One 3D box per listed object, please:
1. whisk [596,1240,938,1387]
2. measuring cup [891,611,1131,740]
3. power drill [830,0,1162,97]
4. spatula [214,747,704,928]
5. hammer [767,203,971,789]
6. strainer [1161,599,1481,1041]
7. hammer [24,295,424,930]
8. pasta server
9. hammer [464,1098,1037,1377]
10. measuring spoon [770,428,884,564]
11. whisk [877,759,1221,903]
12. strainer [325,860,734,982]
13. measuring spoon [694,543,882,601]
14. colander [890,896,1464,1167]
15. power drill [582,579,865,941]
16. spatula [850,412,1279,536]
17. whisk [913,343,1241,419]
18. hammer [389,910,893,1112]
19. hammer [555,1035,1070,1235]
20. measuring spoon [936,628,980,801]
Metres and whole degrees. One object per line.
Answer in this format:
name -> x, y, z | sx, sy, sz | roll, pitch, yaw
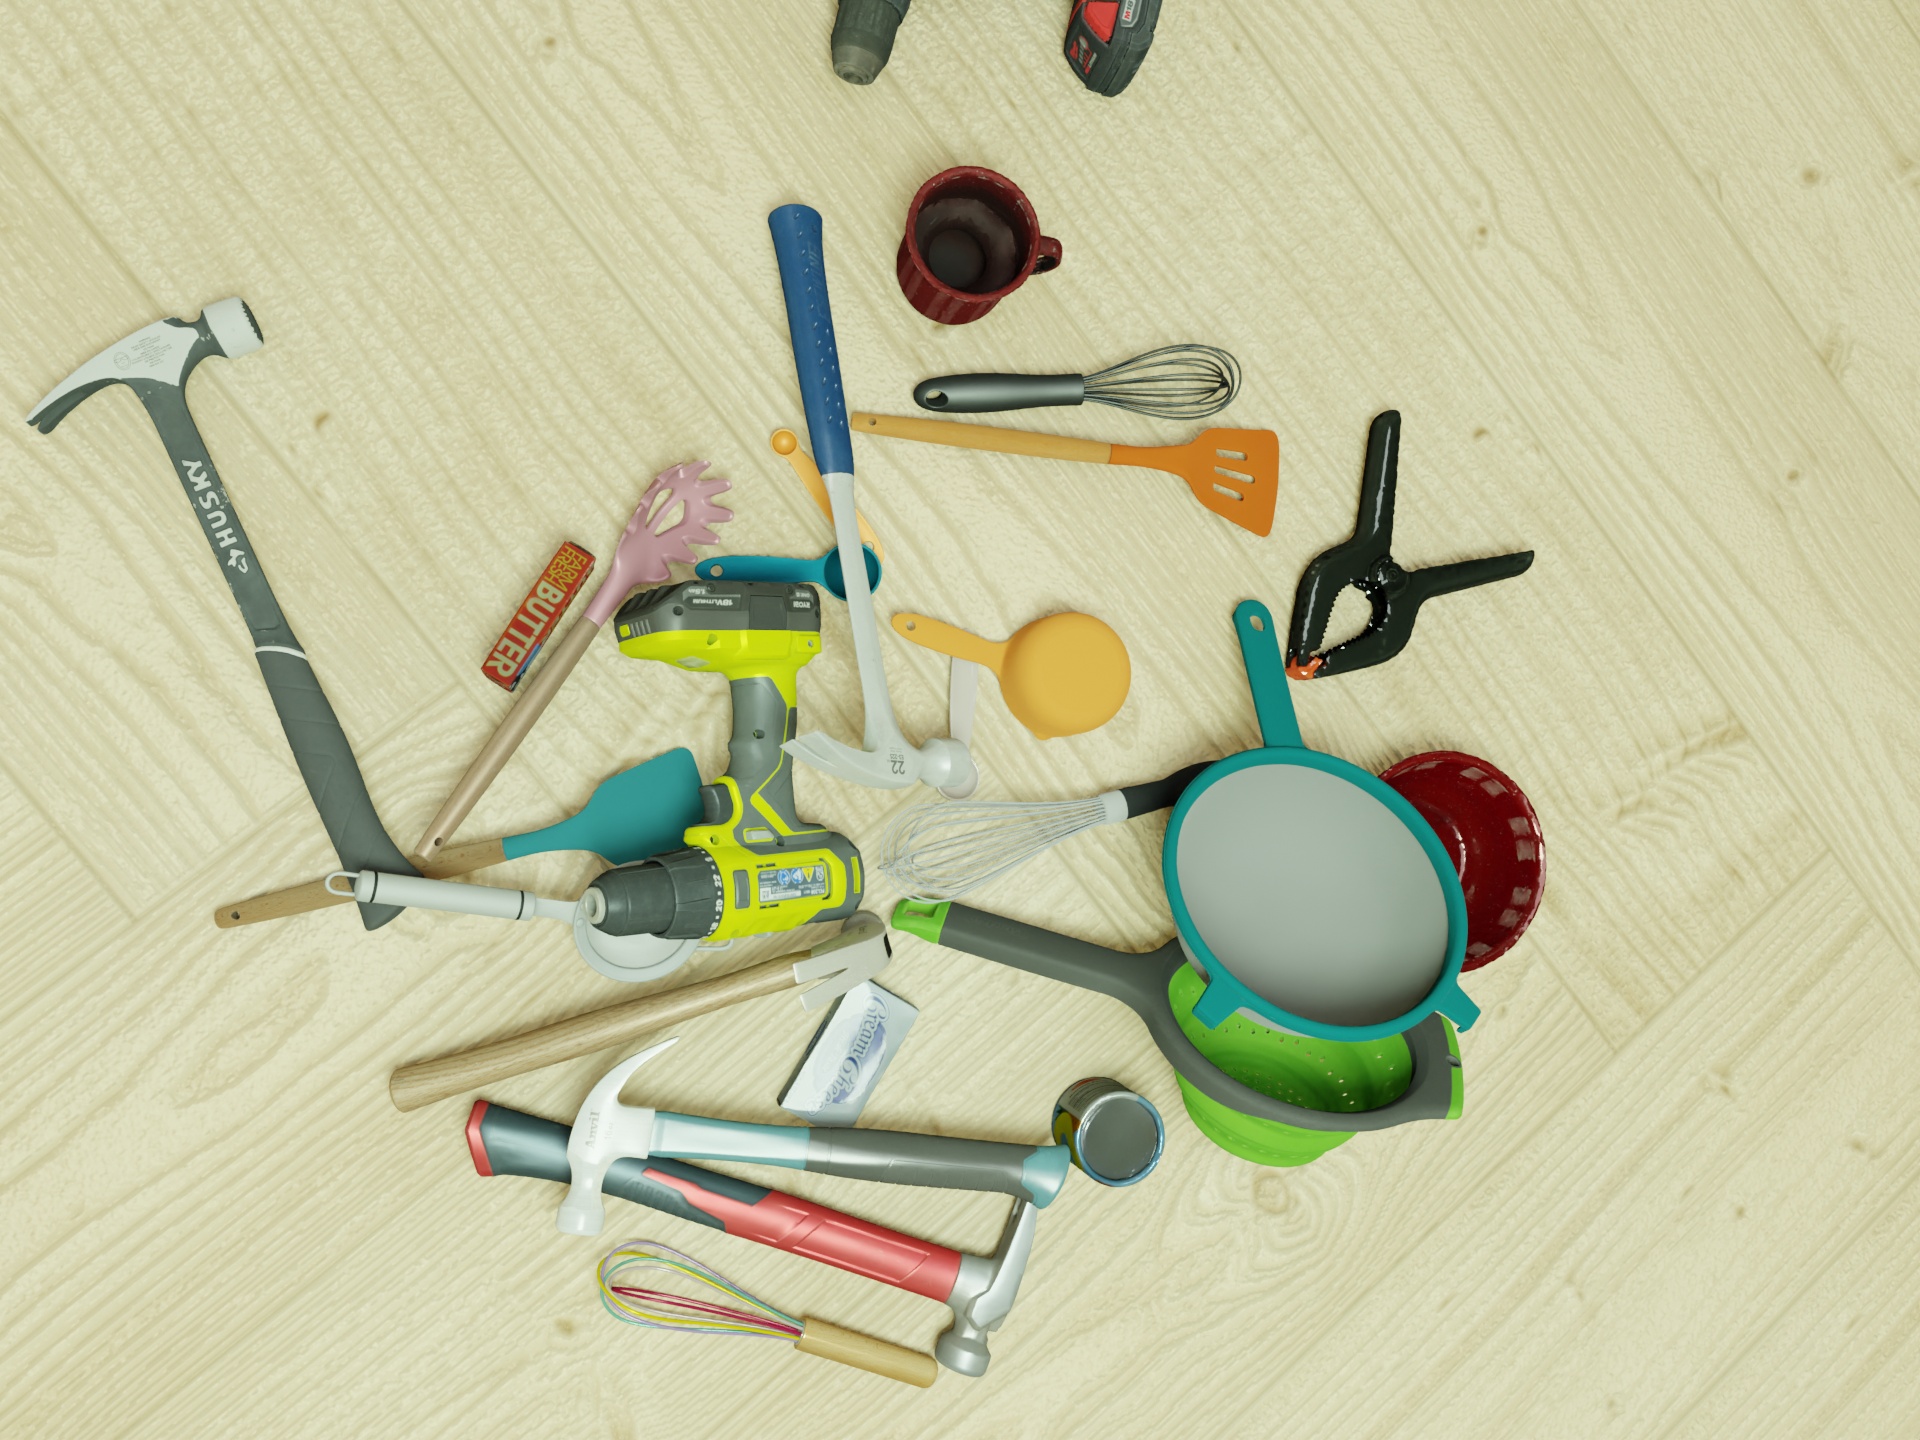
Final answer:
whisk -> -0.128, 0.406, 1.062 | 0.245, 0.047, 0.051 | 23, 82, -13
measuring cup -> 0.038, -0.045, 1.106 | 0.173, 0.052, 0.095 | 18, 82, -17
power drill -> 0.024, -0.516, 1.122 | 0.226, 0.080, 0.188 | 15, 84, -8
spatula -> -0.323, 0.092, 1.046 | 0.317, 0.044, 0.082 | -13, 91, -8
hammer -> -0.083, -0.153, 1.057 | 0.144, 0.035, 0.406 | 2, 73, -48
strainer -> 0.217, 0.076, 1.102 | 0.211, 0.095, 0.341 | 3, 56, -14
hammer -> -0.444, -0.058, 1.006 | 0.149, 0.036, 0.409 | -24, 88, -10
pasta server -> -0.254, -0.042, 1.038 | 0.060, 0.040, 0.316 | 45, 69, -36
hammer -> -0.137, 0.314, 1.066 | 0.386, 0.038, 0.143 | 22, 82, -10
measuring spoon -> -0.093, -0.155, 1.114 | 0.021, 0.011, 0.117 | -41, 99, -11
whisk -> 0.077, 0.069, 1.115 | 0.284, 0.070, 0.070 | -13, 90, -17
strainer -> -0.271, 0.118, 1.019 | 0.258, 0.050, 0.087 | 12, 102, -29
measuring spoon -> -0.119, -0.102, 1.104 | 0.128, 0.021, 0.042 | 1, 82, -3
colander -> 0.138, 0.215, 1.101 | 0.397, 0.205, 0.094 | 16, 119, 5
power drill -> -0.158, 0.029, 1.026 | 0.190, 0.080, 0.228 | -2, 85, -41
spatula -> 0.081, -0.192, 1.146 | 0.322, 0.041, 0.081 | 6, 86, -8
whisk -> 0.085, -0.239, 1.136 | 0.239, 0.055, 0.055 | -4, 88, -8
hammer -> -0.204, 0.192, 1.031 | 0.331, 0.130, 0.031 | -17, 93, -4
hammer -> -0.088, 0.284, 1.046 | 0.331, 0.033, 0.128 | 9, 77, -12
measuring spoon -> -0.002, -0.004, 1.125 | 0.034, 0.018, 0.124 | 8, 79, -22
